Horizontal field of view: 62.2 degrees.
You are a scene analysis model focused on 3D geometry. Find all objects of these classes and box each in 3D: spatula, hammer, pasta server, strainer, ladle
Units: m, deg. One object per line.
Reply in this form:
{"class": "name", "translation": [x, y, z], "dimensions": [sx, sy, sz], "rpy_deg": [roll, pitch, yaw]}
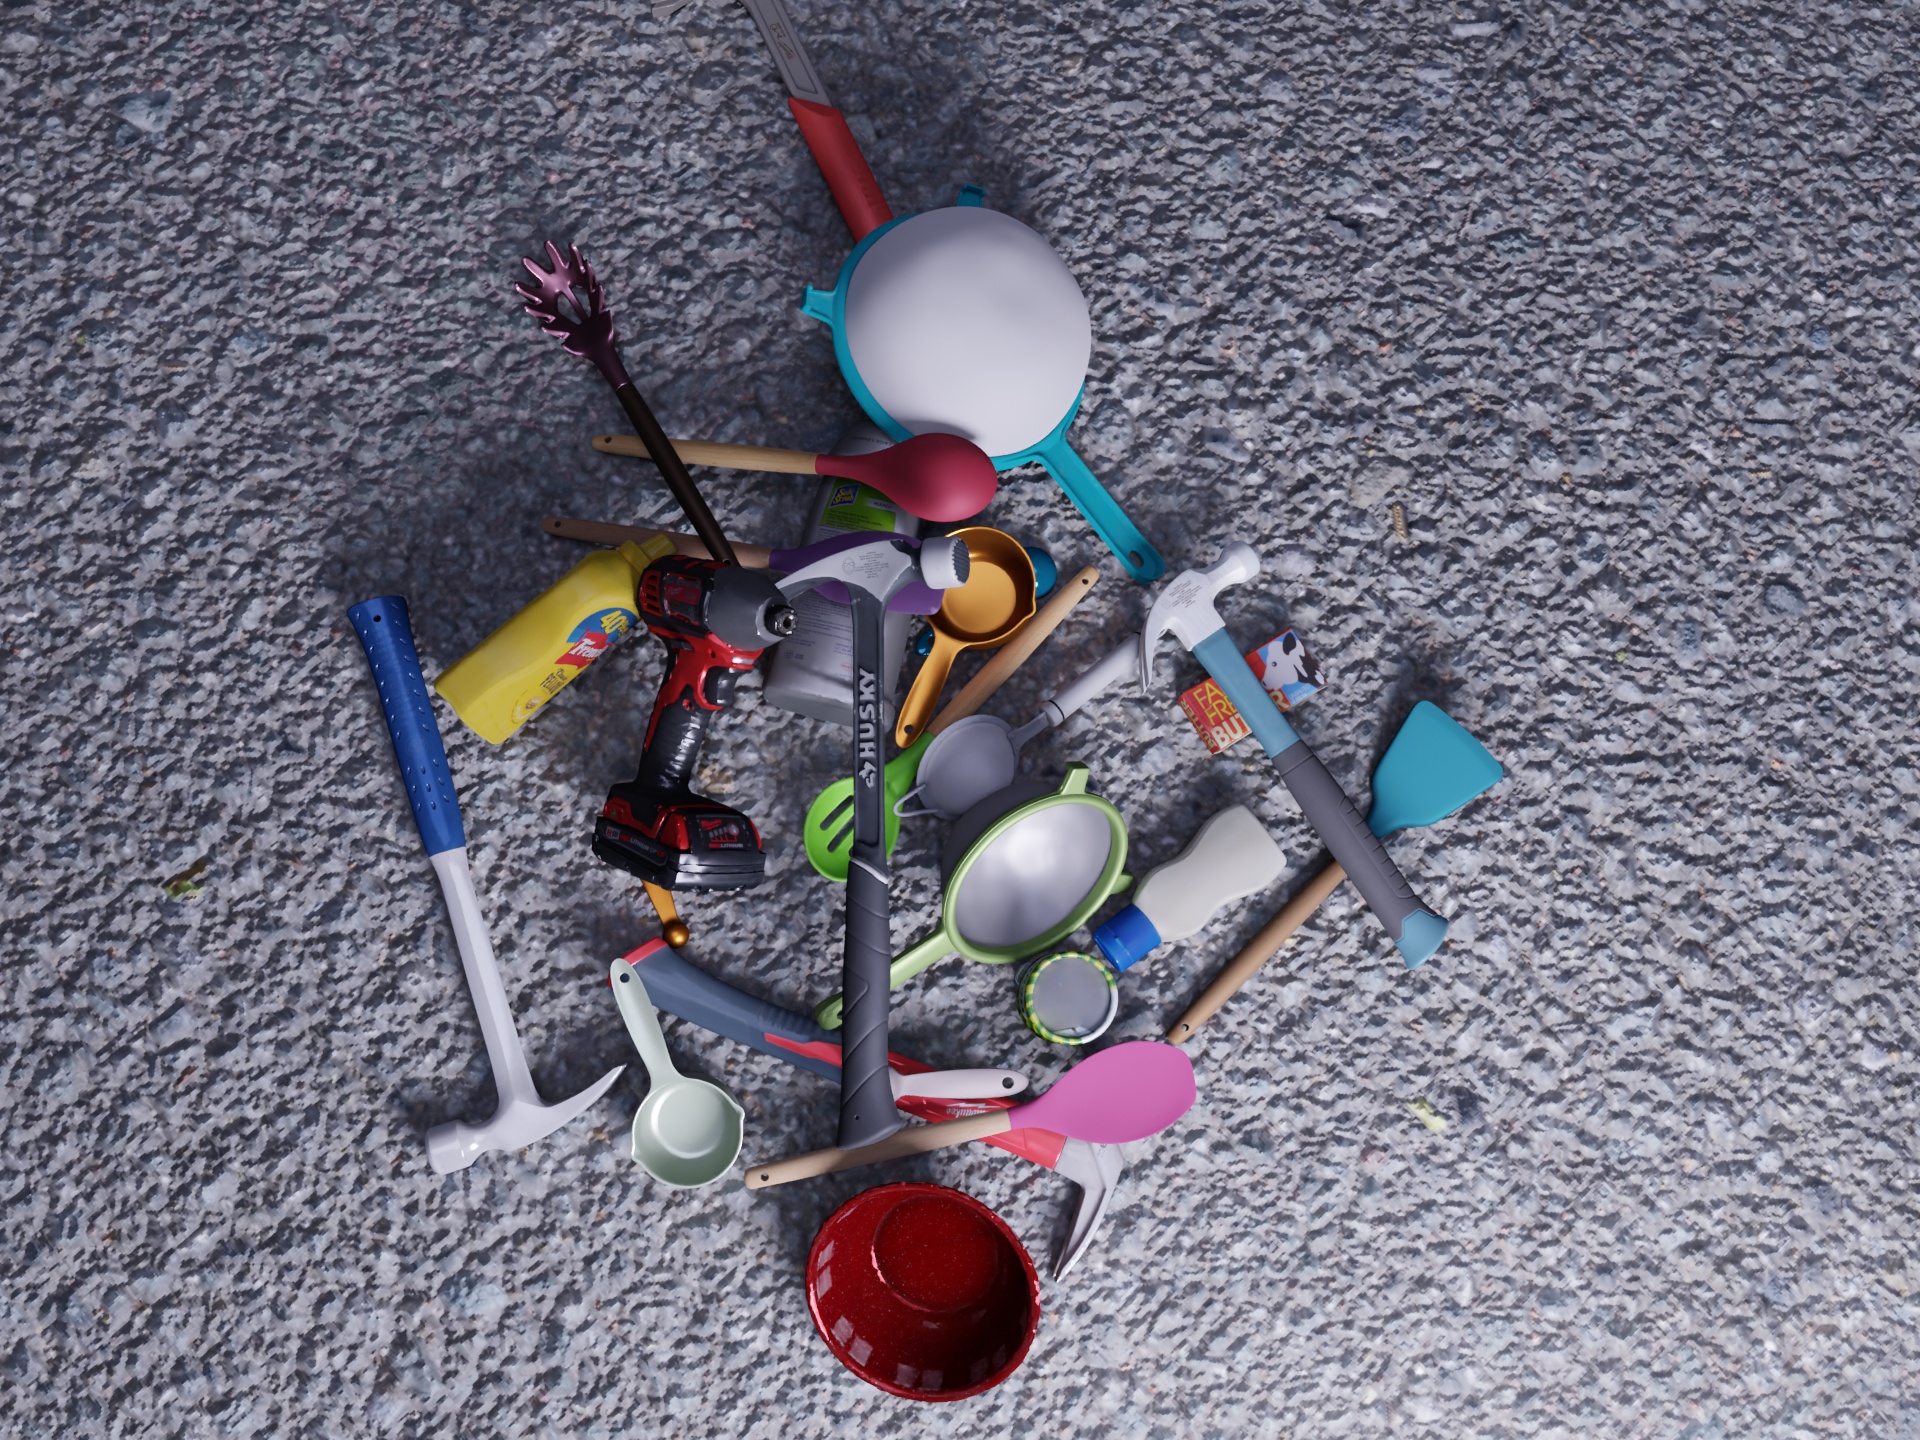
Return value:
{"class": "spatula", "translation": [0.265, 0.122, 1.176], "dimensions": [0.082, 0.044, 0.317], "rpy_deg": [44, 81, 9]}
{"class": "hammer", "translation": [-0.357, 0.103, 1.135], "dimensions": [0.144, 0.035, 0.406], "rpy_deg": [-18, 82, -7]}
{"class": "hammer", "translation": [0.248, 0.032, 1.163], "dimensions": [0.128, 0.033, 0.331], "rpy_deg": [-32, 80, -10]}
{"class": "pasta server", "translation": [-0.240, -0.227, 1.175], "dimensions": [0.060, 0.040, 0.316], "rpy_deg": [-34, 71, 5]}
{"class": "spatula", "translation": [-0.160, -0.123, 1.158], "dimensions": [0.316, 0.018, 0.060], "rpy_deg": [9, 76, 14]}
{"class": "strainer", "translation": [0.062, -0.001, 1.176], "dimensions": [0.258, 0.086, 0.050], "rpy_deg": [-38, 40, -18]}
{"class": "hammer", "translation": [-0.067, 0.080, 1.075], "dimensions": [0.149, 0.036, 0.409], "rpy_deg": [-3, 82, 22]}
{"class": "hammer", "translation": [-0.109, -0.449, 1.254], "dimensions": [0.149, 0.036, 0.359], "rpy_deg": [-24, 82, -8]}
{"class": "ladle", "translation": [-0.128, -0.192, 1.170], "dimensions": [0.315, 0.031, 0.069], "rpy_deg": [8, 73, 15]}
{"class": "hammer", "translation": [-0.073, 0.261, 1.127], "dimensions": [0.386, 0.038, 0.143], "rpy_deg": [22, 80, 0]}
{"class": "strainer", "translation": [0.057, -0.249, 1.180], "dimensions": [0.211, 0.095, 0.340], "rpy_deg": [-41, 94, -27]}
{"class": "strainer", "translation": [-0.003, 0.125, 1.130], "dimensions": [0.256, 0.151, 0.069], "rpy_deg": [-33, 46, -6]}

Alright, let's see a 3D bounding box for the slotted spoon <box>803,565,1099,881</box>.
{"class": "slotted spoon", "translation": [-0.002, -0.004, 1.187], "dimensions": [0.070, 0.031, 0.314], "rpy_deg": [46, 77, -10]}

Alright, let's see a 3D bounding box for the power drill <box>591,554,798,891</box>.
{"class": "power drill", "translation": [-0.176, 0.001, 1.092], "dimensions": [0.078, 0.143, 0.219], "rpy_deg": [5, 97, -46]}

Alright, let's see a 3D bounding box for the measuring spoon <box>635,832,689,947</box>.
{"class": "measuring spoon", "translation": [-0.225, 0.110, 1.155], "dimensions": [0.021, 0.011, 0.117], "rpy_deg": [-22, 82, -8]}

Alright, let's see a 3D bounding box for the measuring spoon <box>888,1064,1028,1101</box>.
{"class": "measuring spoon", "translation": [-0.014, 0.253, 1.103], "dimensions": [0.124, 0.018, 0.034], "rpy_deg": [-1, 82, -4]}

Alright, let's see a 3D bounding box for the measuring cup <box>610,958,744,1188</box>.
{"class": "measuring cup", "translation": [-0.206, 0.242, 1.109], "dimensions": [0.083, 0.038, 0.167], "rpy_deg": [-22, 91, -4]}

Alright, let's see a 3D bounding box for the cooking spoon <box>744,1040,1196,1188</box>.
{"class": "cooking spoon", "translation": [0.008, 0.281, 1.101], "dimensions": [0.319, 0.017, 0.069], "rpy_deg": [-12, 93, -5]}

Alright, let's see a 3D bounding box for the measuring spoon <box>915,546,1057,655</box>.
{"class": "measuring spoon", "translation": [0.019, -0.089, 1.205], "dimensions": [0.128, 0.021, 0.042], "rpy_deg": [-36, 84, -10]}

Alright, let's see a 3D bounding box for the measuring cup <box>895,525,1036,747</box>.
{"class": "measuring cup", "translation": [-0.005, -0.057, 1.173], "dimensions": [0.095, 0.052, 0.173], "rpy_deg": [25, 88, 7]}
